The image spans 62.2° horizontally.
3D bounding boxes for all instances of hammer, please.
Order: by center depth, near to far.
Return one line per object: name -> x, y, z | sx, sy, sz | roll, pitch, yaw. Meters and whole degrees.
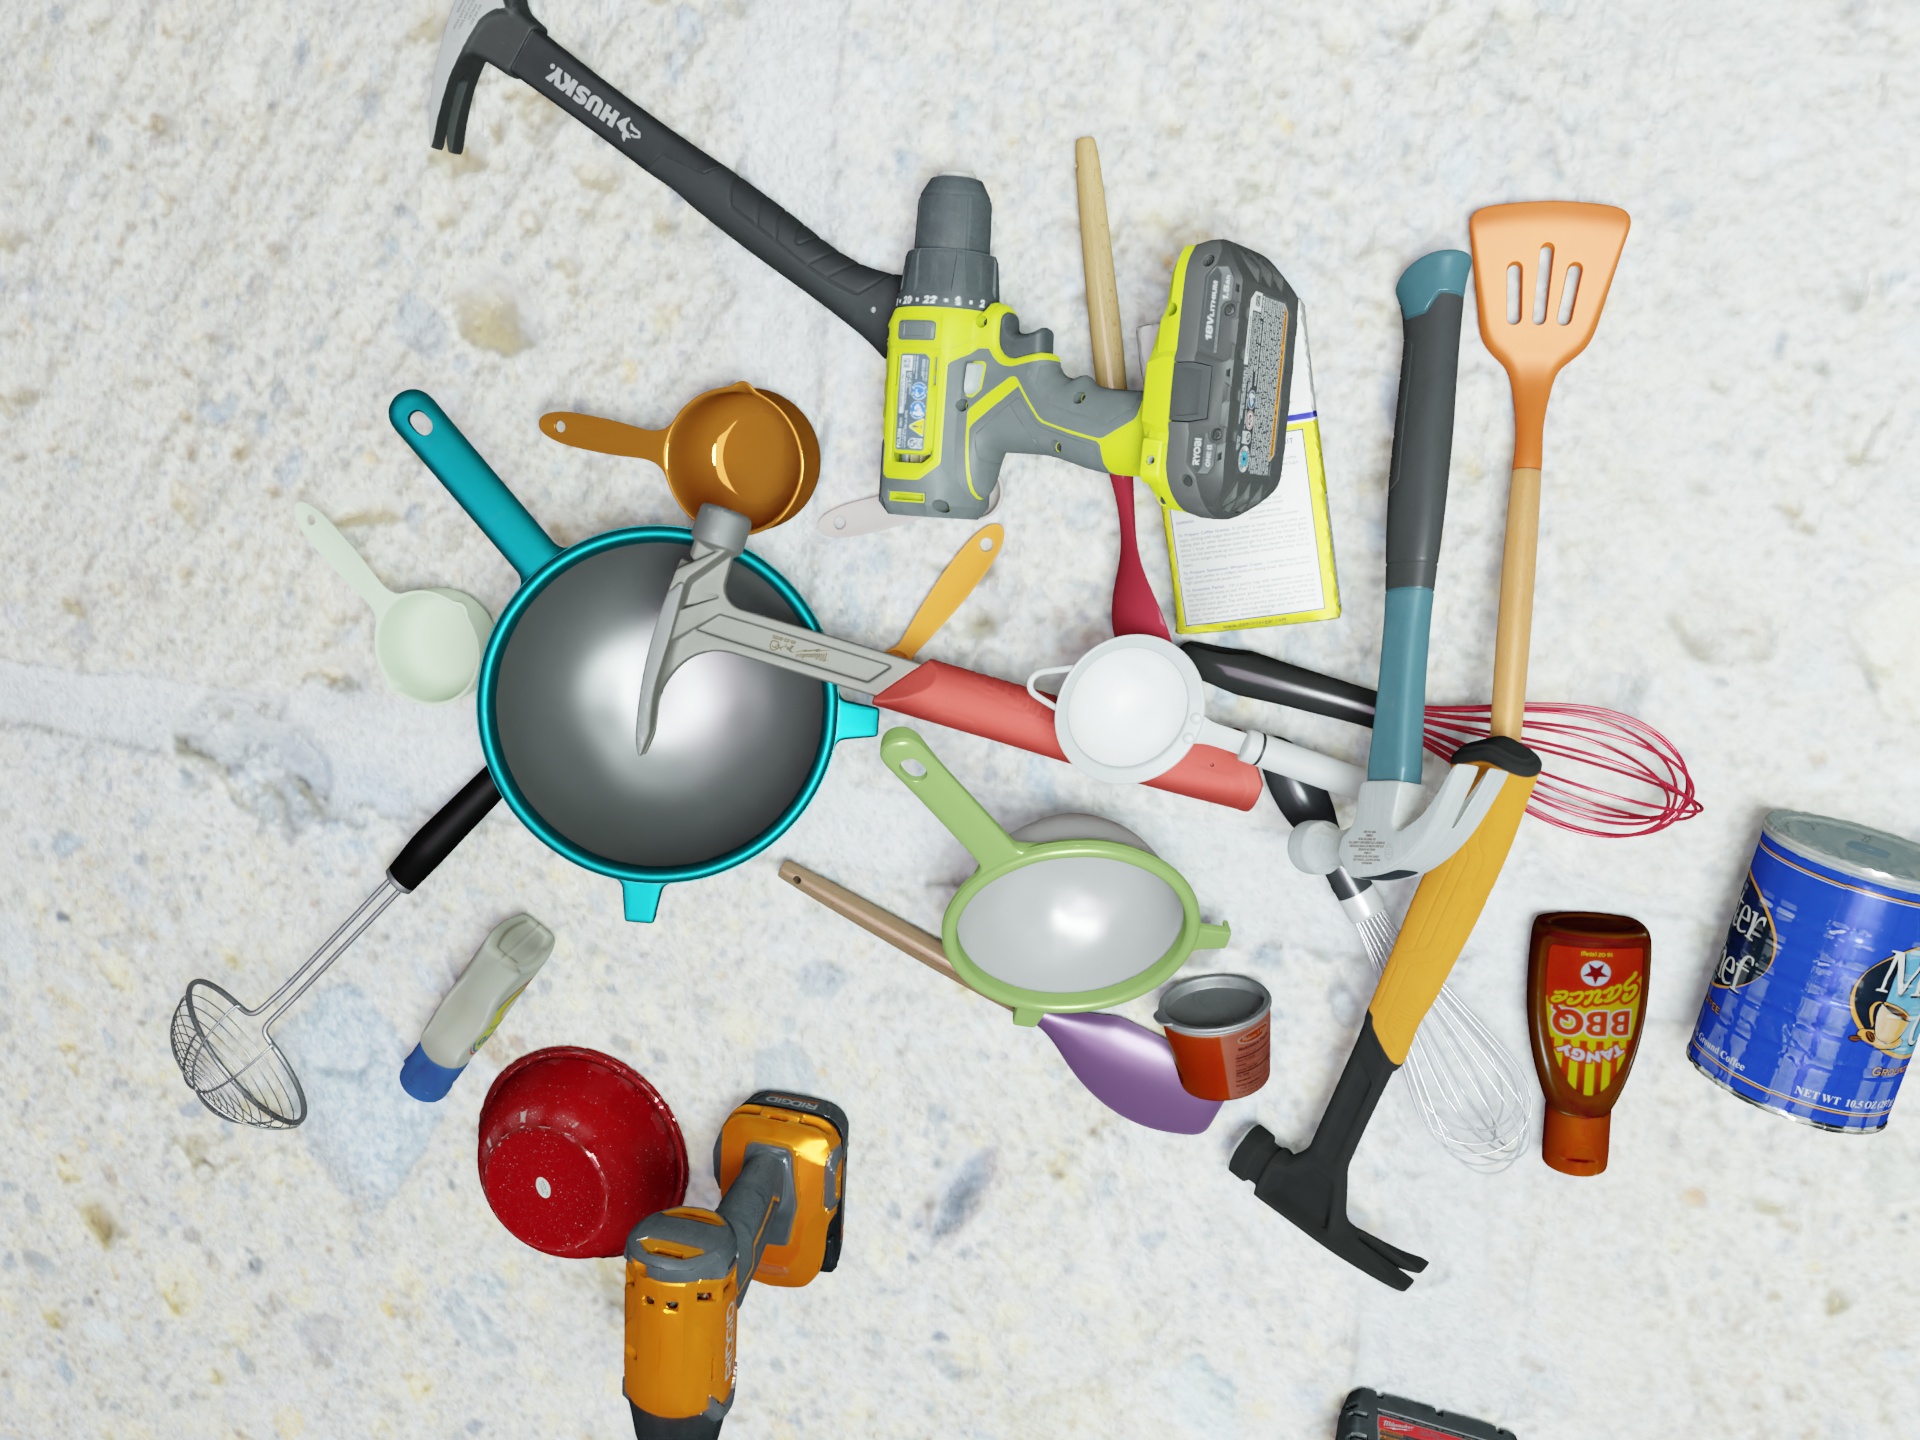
hammer -> 0.235, -0.081, 0.834 | 0.033, 0.128, 0.331 | 9, 85, -27
hammer -> 0.249, 0.161, 0.877 | 0.127, 0.034, 0.336 | 32, 123, 31
hammer -> -0.001, -0.003, 0.920 | 0.359, 0.037, 0.149 | 17, 91, -4
hammer -> -0.167, -0.322, 0.940 | 0.335, 0.035, 0.146 | 37, 107, 4

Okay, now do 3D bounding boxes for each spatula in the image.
spatula -> 0.298, -0.110, 0.842 | 0.081, 0.041, 0.322 | 5, 86, 13
spatula -> 0.022, 0.172, 1.008 | 0.316, 0.018, 0.059 | 29, 103, 6

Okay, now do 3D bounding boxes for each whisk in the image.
whisk -> 0.263, 0.003, 0.891 | 0.296, 0.073, 0.073 | 17, 106, 16
whisk -> 0.249, 0.135, 0.925 | 0.070, 0.070, 0.284 | -30, 89, 18

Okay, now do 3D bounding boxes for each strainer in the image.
strainer -> 0.155, 0.013, 0.892 | 0.258, 0.050, 0.087 | 19, 104, -9
strainer -> 0.034, 0.071, 0.918 | 0.151, 0.069, 0.256 | -27, 126, 21
strainer -> -0.220, -0.059, 0.969 | 0.211, 0.095, 0.340 | -40, 92, -2

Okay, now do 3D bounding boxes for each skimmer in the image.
skimmer -> -0.418, 0.148, 1.110 | 0.363, 0.090, 0.127 | -44, 86, 8

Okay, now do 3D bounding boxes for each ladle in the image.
ladle -> 0.089, -0.170, 0.903 | 0.031, 0.069, 0.315 | -8, 95, -10

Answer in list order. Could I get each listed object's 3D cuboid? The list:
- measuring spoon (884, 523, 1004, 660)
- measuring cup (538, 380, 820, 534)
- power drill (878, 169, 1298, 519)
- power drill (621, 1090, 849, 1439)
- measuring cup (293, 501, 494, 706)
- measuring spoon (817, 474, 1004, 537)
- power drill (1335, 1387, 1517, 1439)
measuring spoon -> -0.010, -0.073, 0.969 | 0.021, 0.011, 0.117 | 39, 105, 4
measuring cup -> -0.168, -0.166, 0.966 | 0.173, 0.052, 0.095 | 13, 105, 13
power drill -> 0.058, -0.199, 0.855 | 0.229, 0.080, 0.190 | 10, 100, 33
power drill -> -0.139, 0.343, 0.976 | 0.084, 0.226, 0.164 | 7, 104, 13
measuring cup -> -0.371, -0.083, 1.043 | 0.167, 0.038, 0.083 | 47, 109, 3
measuring spoon -> -0.029, -0.129, 0.961 | 0.124, 0.018, 0.034 | -9, 93, 23
power drill -> 0.252, 0.543, 1.003 | 0.188, 0.080, 0.226 | 12, 108, 12
